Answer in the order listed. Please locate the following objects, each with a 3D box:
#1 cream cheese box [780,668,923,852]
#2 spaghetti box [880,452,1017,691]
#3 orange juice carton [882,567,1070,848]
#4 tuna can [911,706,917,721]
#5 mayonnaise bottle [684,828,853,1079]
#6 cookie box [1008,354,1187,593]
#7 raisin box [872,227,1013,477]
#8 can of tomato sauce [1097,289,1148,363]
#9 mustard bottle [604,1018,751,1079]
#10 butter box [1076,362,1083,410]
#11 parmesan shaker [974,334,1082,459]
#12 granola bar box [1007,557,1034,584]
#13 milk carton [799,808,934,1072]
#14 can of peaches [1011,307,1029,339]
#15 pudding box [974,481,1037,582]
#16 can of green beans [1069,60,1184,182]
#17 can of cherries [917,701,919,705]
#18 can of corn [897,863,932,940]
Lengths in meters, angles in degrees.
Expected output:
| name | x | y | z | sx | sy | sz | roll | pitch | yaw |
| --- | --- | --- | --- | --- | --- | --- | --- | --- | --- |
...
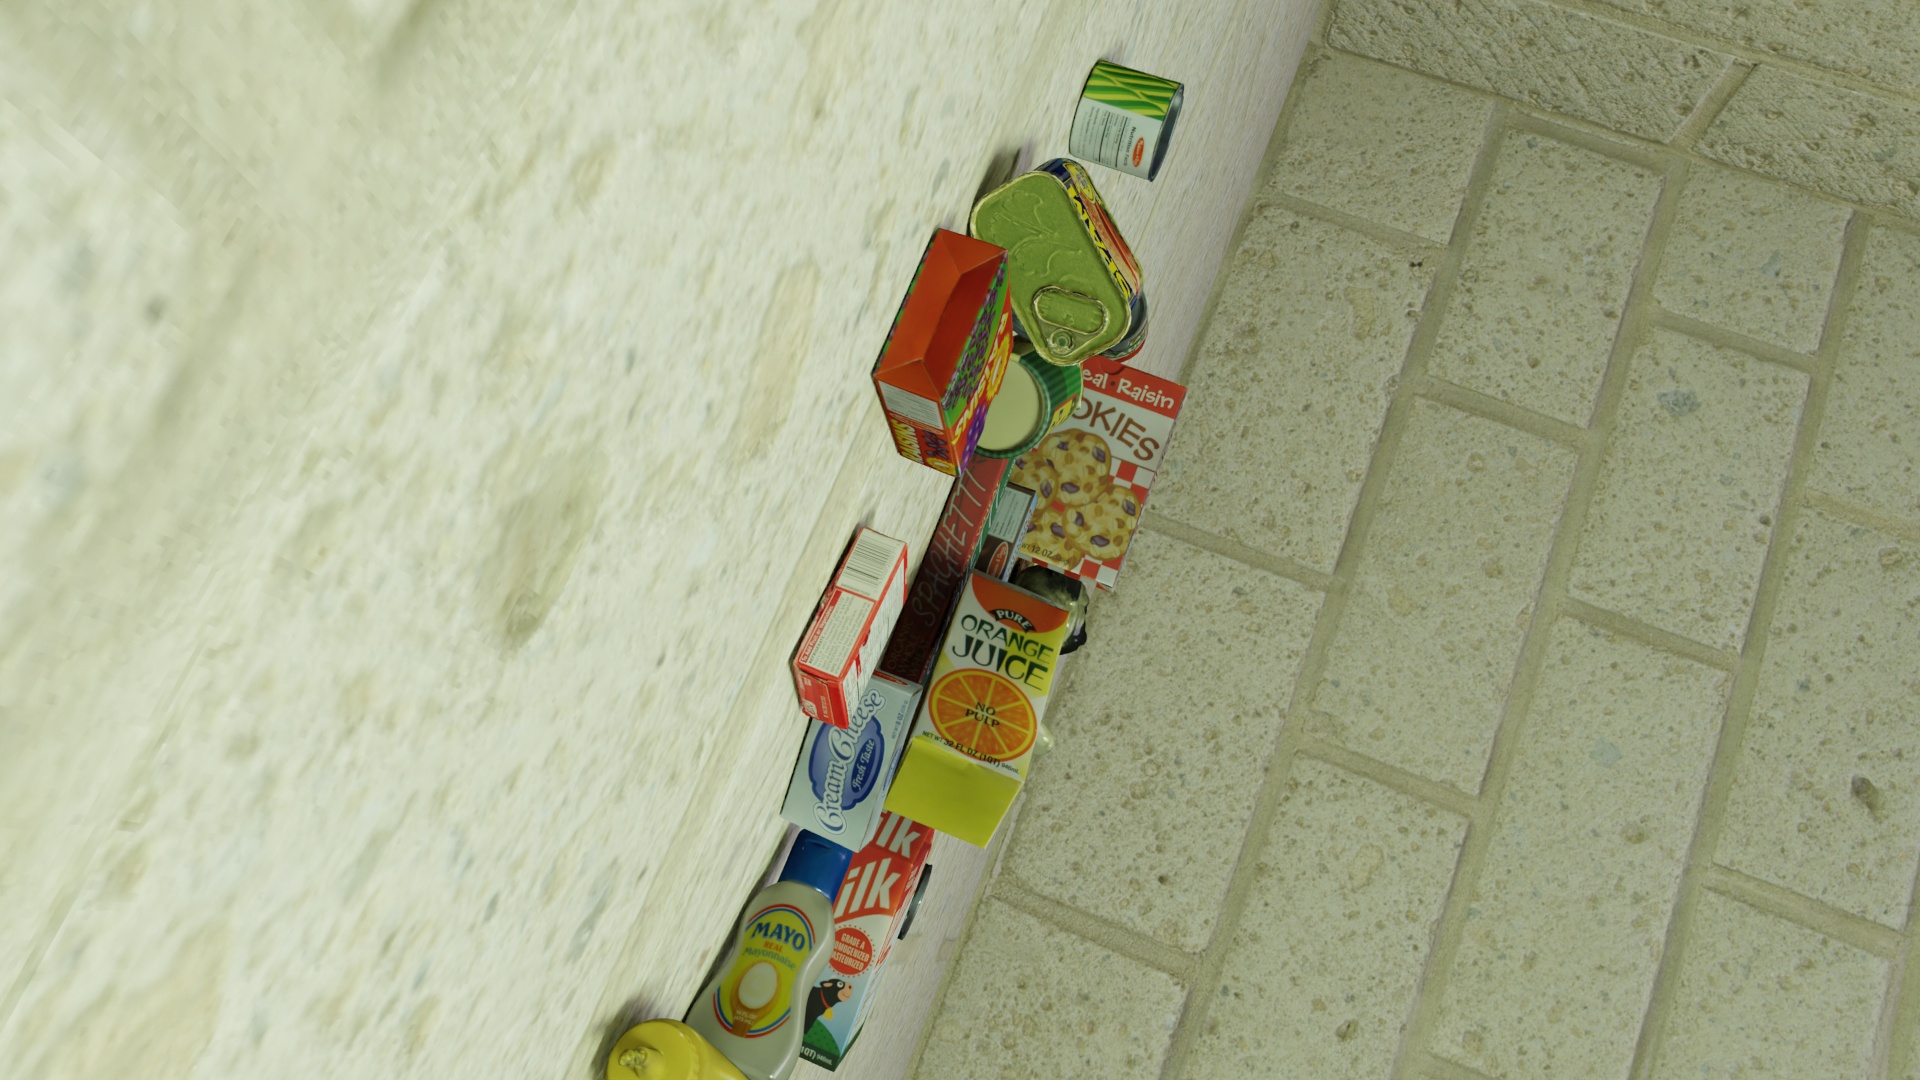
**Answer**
| name | x | y | z | sx | sy | sz | roll | pitch | yaw |
| --- | --- | --- | --- | --- | --- | --- | --- | --- | --- |
| cream cheese box | -0.063 | 0.122 | 0.800 | 0.024 | 0.053 | 0.103 | -31 | 141 | -72 |
| spaghetti box | 0.003 | -0.012 | 0.975 | 0.050 | 0.029 | 0.250 | 54 | 57 | -78 |
| orange juice carton | 0.016 | 0.091 | 0.891 | 0.194 | 0.072 | 0.072 | -69 | -178 | -48 |
| tuna can | -0.040 | 0.142 | 0.938 | 0.071 | 0.071 | 0.032 | -51 | 160 | -63 |
| mayonnaise bottle | -0.104 | 0.236 | 0.796 | 0.041 | 0.065 | 0.149 | 94 | 15 | -50 |
| cookie box | 0.091 | -0.060 | 1.081 | 0.040 | 0.123 | 0.167 | 58 | 53 | -80 |
| raisin box | -0.005 | -0.093 | 0.717 | 0.123 | 0.040 | 0.086 | 78 | 33 | -75 |
| can of tomato sauce | 0.131 | -0.190 | 1.202 | 0.083 | 0.071 | 0.071 | 20 | 91 | -81 |
| mustard bottle | -0.134 | 0.257 | 0.655 | 0.049 | 0.065 | 0.159 | -60 | 164 | -27 |
| butter box | 0.075 | -0.148 | 0.995 | 0.053 | 0.024 | 0.103 | -68 | 156 | -72 |
| parmesan shaker | 0.032 | -0.090 | 0.865 | 0.103 | 0.071 | 0.071 | -43 | 152 | -69 |
| granola bar box | 0.064 | -0.049 | 1.213 | 0.124 | 0.039 | 0.165 | -26 | 136 | -76 |
| milk carton | -0.076 | 0.249 | 0.947 | 0.073 | 0.072 | 0.190 | 6 | 105 | -81 |
| can of peaches | 0.059 | -0.160 | 0.851 | 0.058 | 0.071 | 0.070 | -58 | 166 | -53 |
| pudding box | 0.020 | -0.003 | 1.024 | 0.030 | 0.050 | 0.084 | 67 | 44 | -74 |
| can of green beans | 0.111 | -0.279 | 0.924 | 0.071 | 0.058 | 0.071 | 18 | 92 | -81 |
| can of cherries | -0.004 | 0.136 | 1.158 | 0.071 | 0.058 | 0.071 | 18 | 92 | -81 |
| can of corn | -0.063 | 0.291 | 1.154 | 0.071 | 0.058 | 0.071 | 18 | 92 | -81 |
